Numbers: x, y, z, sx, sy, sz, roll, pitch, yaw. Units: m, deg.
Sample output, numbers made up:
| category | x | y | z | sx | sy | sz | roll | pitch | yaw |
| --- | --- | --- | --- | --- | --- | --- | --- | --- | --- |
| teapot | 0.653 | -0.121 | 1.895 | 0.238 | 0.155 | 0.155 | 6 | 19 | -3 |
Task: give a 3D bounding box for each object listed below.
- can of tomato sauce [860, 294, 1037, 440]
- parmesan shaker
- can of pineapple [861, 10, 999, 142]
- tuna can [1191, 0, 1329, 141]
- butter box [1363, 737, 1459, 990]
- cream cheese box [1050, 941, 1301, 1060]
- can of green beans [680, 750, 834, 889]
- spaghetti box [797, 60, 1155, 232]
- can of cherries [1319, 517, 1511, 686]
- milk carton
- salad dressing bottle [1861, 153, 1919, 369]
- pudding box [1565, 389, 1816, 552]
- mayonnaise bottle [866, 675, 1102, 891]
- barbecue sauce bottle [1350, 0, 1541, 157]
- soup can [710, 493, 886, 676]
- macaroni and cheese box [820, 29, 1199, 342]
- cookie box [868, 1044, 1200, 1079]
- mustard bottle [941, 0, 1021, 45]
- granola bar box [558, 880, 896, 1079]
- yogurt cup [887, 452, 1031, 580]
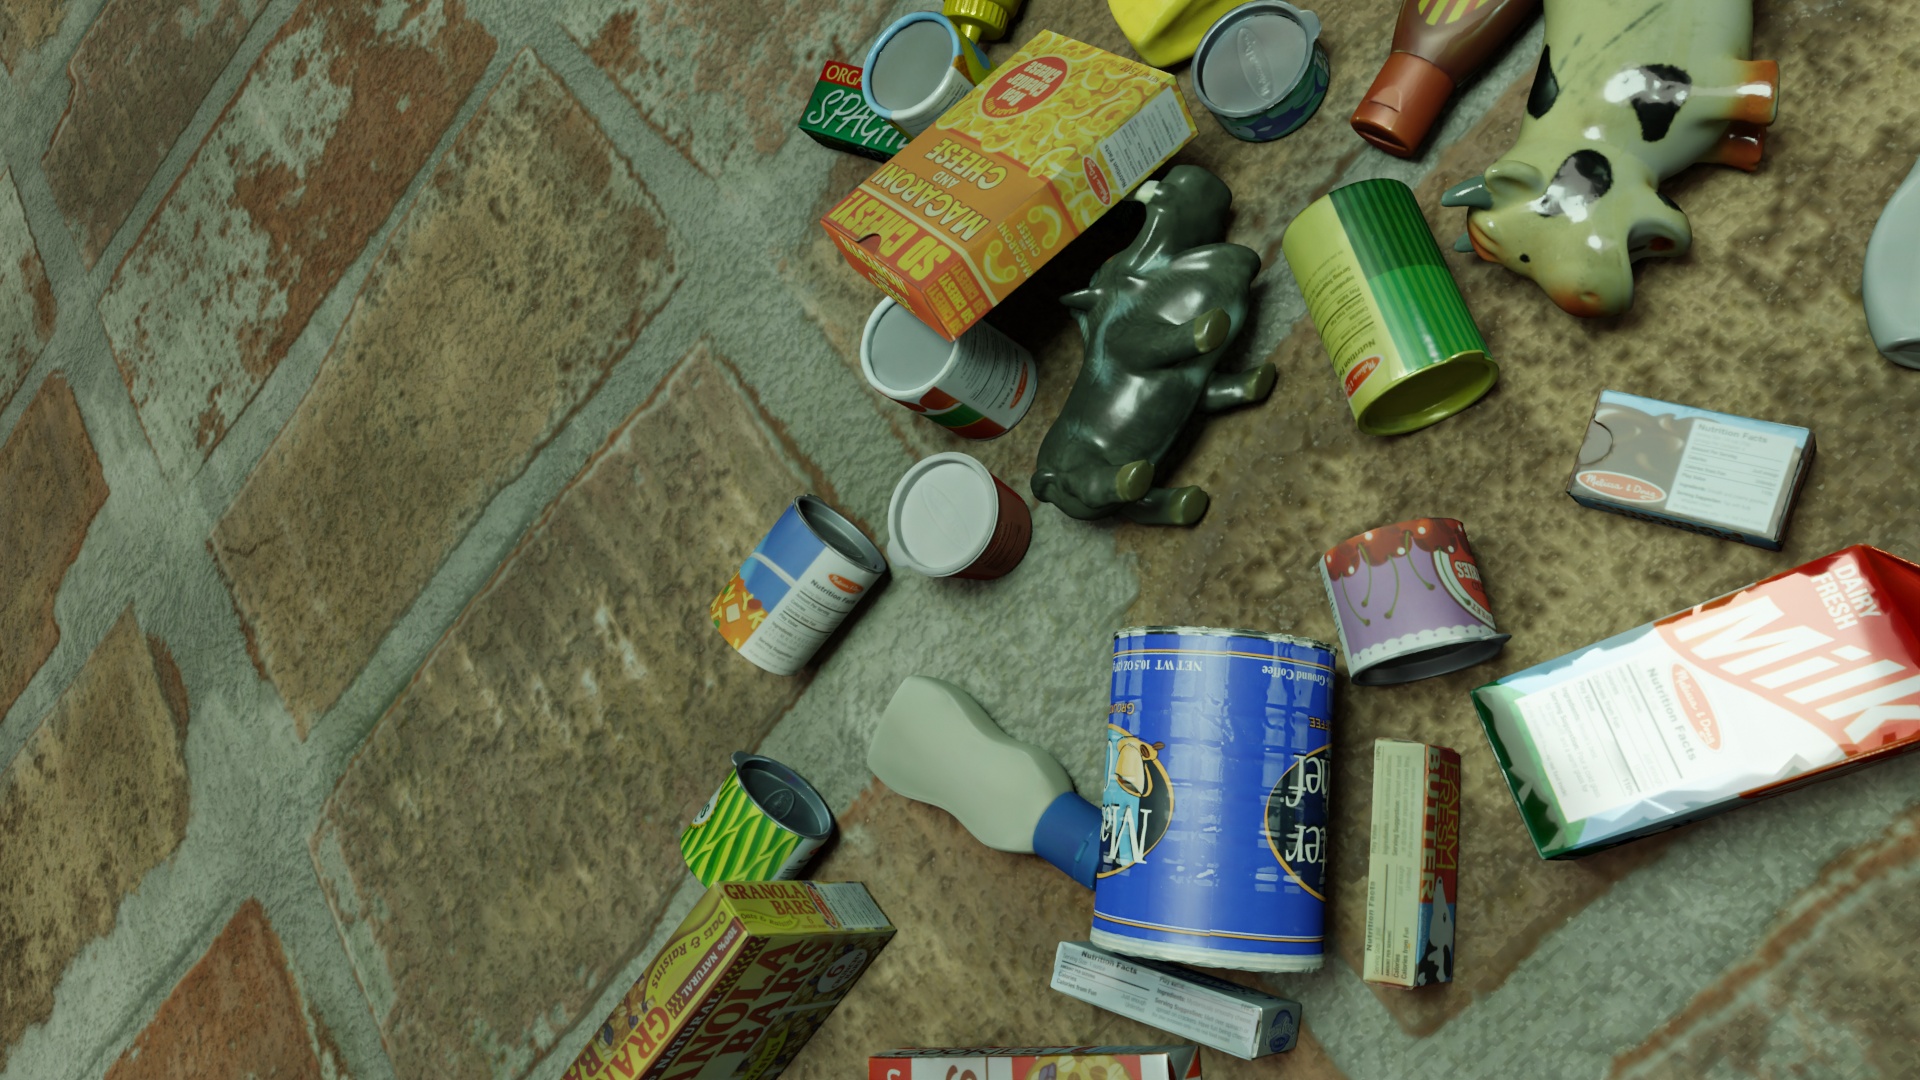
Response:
| category | x | y | z | sx | sy | sz | roll | pitch | yaw |
| --- | --- | --- | --- | --- | --- | --- | --- | --- | --- |
| can of tomato sauce | -0.008 | -0.098 | 0.768 | 0.071 | 0.083 | 0.071 | -8 | 74 | 30 |
| parmesan shaker | 0.201 | -0.111 | 0.650 | 0.071 | 0.071 | 0.103 | -26 | 65 | 24 |
| can of pineapple | -0.015 | -0.259 | 0.793 | 0.071 | 0.058 | 0.071 | -9 | 73 | 30 |
| tuna can | 0.161 | -0.248 | 0.732 | 0.071 | 0.033 | 0.071 | -8 | 74 | 30 |
| butter box | 0.196 | 0.139 | 0.601 | 0.024 | 0.053 | 0.103 | -2 | 77 | 35 |
| cream cheese box | 0.099 | 0.211 | 0.642 | 0.104 | 0.053 | 0.024 | 9 | 81 | 33 |
| can of green beans | -0.114 | 0.164 | 0.780 | 0.057 | 0.071 | 0.071 | -51 | 58 | 12 |
| spaghetti box | 0.003 | -0.239 | 0.830 | 0.250 | 0.028 | 0.050 | 26 | 91 | 34 |
| can of cherries | 0.201 | 0.027 | 0.617 | 0.071 | 0.071 | 0.058 | -21 | 67 | 26 |
| milk carton | 0.310 | 0.060 | 0.538 | 0.190 | 0.072 | 0.073 | -27 | 65 | 25 |
| salad dressing bottle | 0.402 | -0.142 | 0.549 | 0.064 | 0.044 | 0.147 | 11 | 83 | 35 |
| pudding box | 0.308 | -0.031 | 0.587 | 0.084 | 0.030 | 0.049 | 18 | 89 | 34 |
| mayonnaise bottle | 0.020 | 0.128 | 0.721 | 0.148 | 0.041 | 0.064 | 29 | 95 | 33 |
| barbecue sauce bottle | 0.245 | -0.260 | 0.676 | 0.065 | 0.043 | 0.148 | 35 | 97 | 32 |
| soup can | -0.095 | 0.025 | 0.803 | 0.083 | 0.071 | 0.071 | -50 | 58 | 13 |
| macaroni and cheese box | 0.021 | -0.190 | 0.725 | 0.166 | 0.040 | 0.124 | -41 | 41 | -5 |
| cookie box | 0.035 | 0.309 | 0.665 | 0.167 | 0.040 | 0.123 | -12 | 72 | 29 |
| mustard bottle | 0.018 | -0.355 | 0.831 | 0.049 | 0.065 | 0.160 | 14 | 90 | 30 |
| granola bar box | -0.126 | 0.252 | 0.730 | 0.165 | 0.124 | 0.039 | -52 | 57 | 11 |
| yogurt cup | 0.003 | -0.009 | 0.757 | 0.072 | 0.054 | 0.072 | -8 | 74 | 30 |
